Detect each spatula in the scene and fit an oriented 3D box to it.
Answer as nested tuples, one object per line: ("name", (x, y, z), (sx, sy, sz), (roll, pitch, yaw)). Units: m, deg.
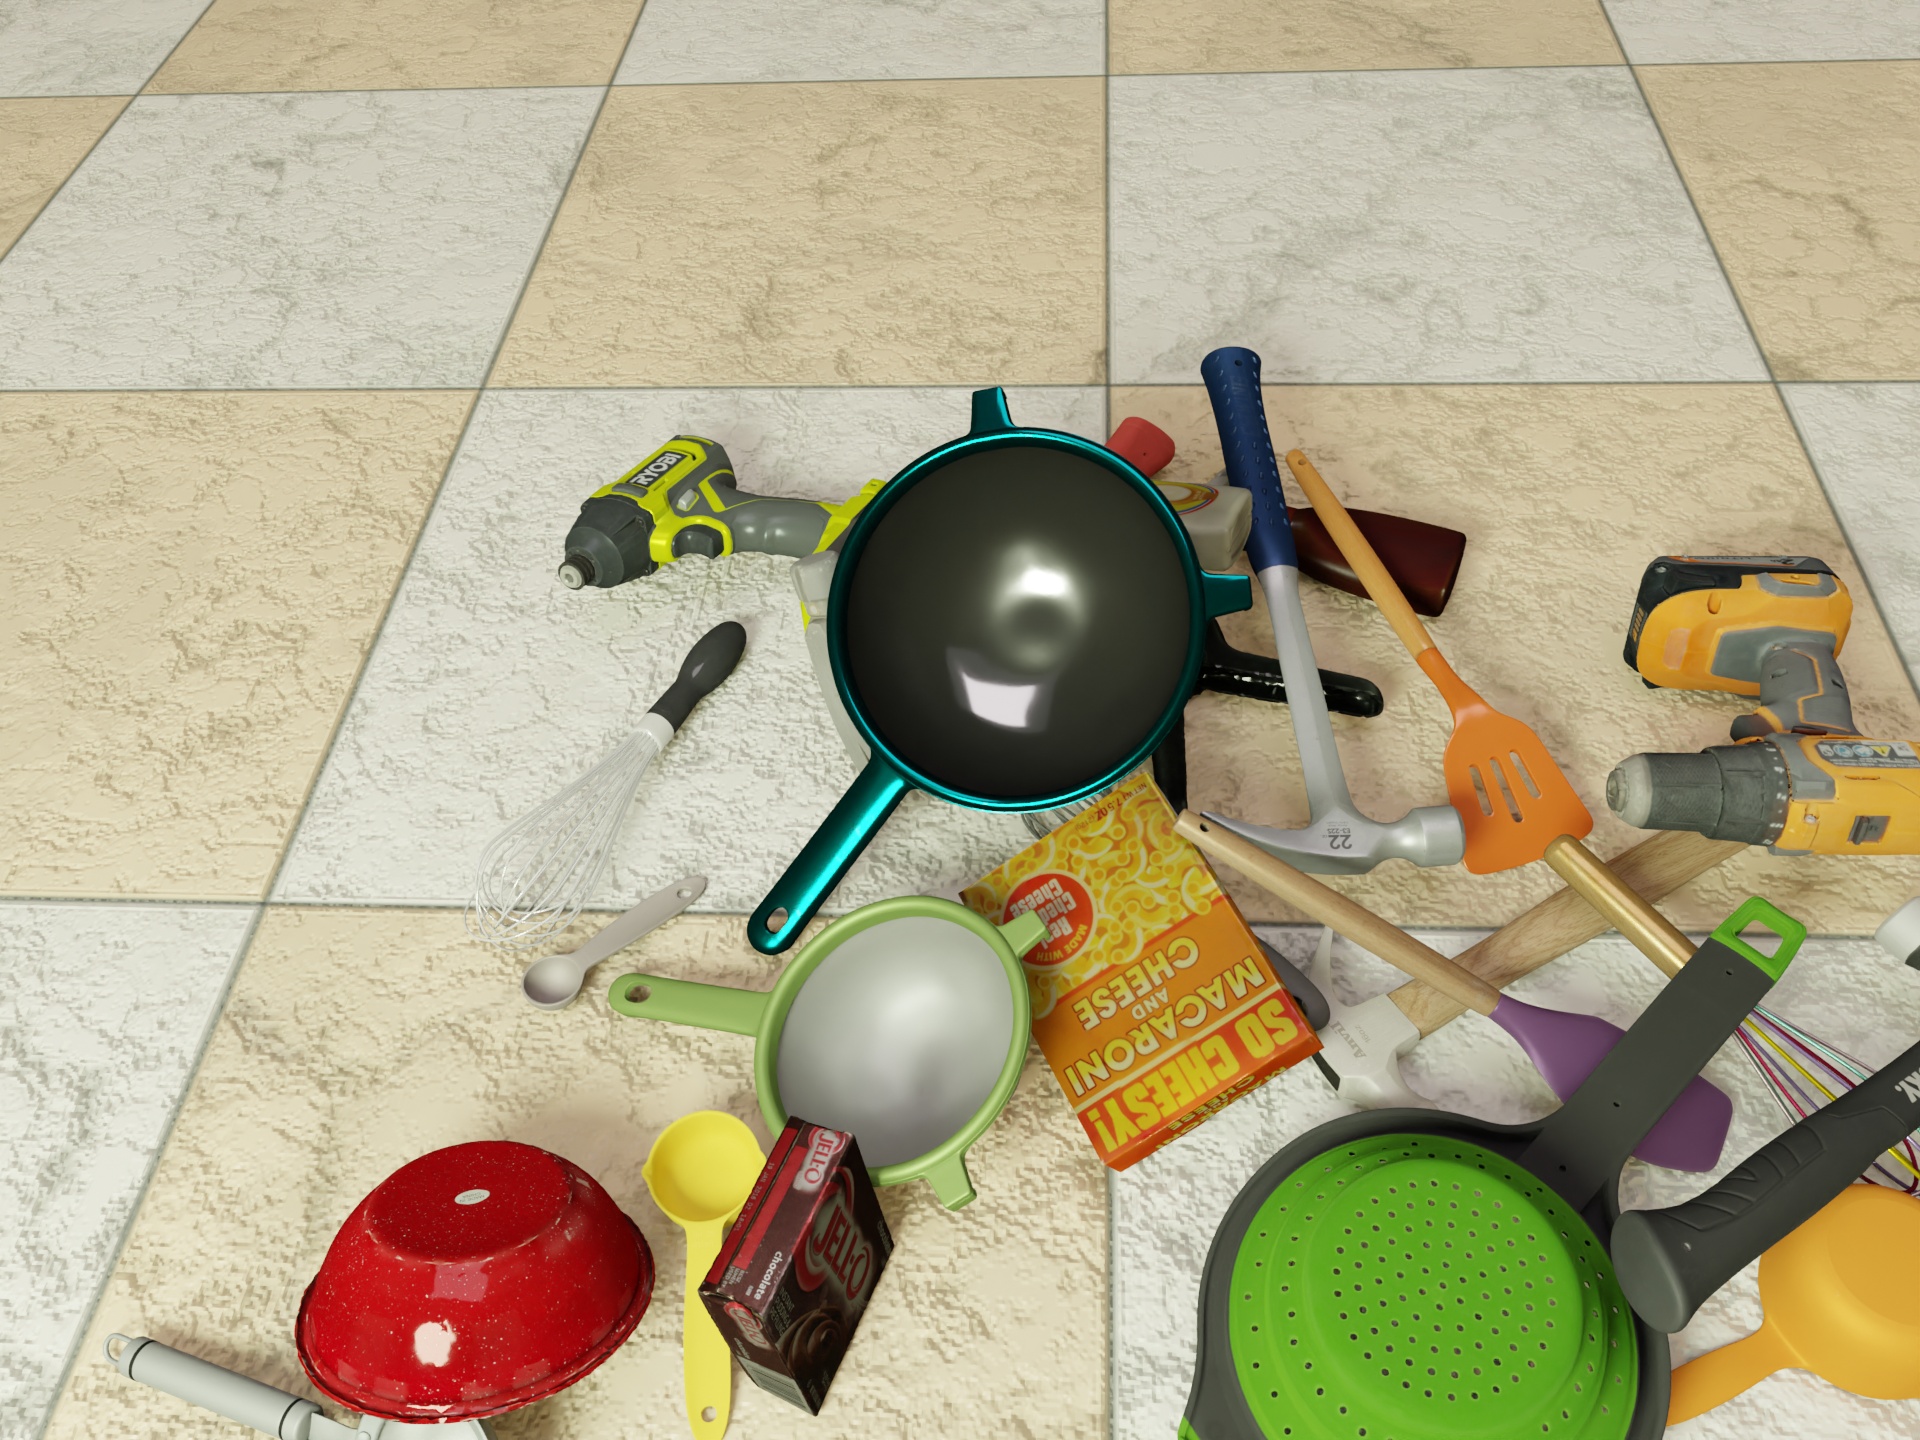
("spatula", (0.277, -0.053, 0.991), (0.081, 0.041, 0.323), (-20, 55, -4))
("spatula", (0.246, 0.132, 0.804), (0.316, 0.018, 0.060), (31, 65, 4))

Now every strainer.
("strainer", (-0.071, 0.168, 0.838), (0.256, 0.069, 0.152), (3, 60, 29))
("strainer", (-0.001, -0.003, 0.910), (0.211, 0.095, 0.340), (40, 98, 13))
("strainer", (-0.292, 0.320, 0.724), (0.258, 0.050, 0.087), (10, 93, 19))

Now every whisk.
("whisk", (0.112, 0.092, 0.880), (0.055, 0.055, 0.239), (-33, 51, -23))
("whisk", (-0.204, 0.030, 0.968), (0.070, 0.070, 0.285), (17, 47, 18))
("whisk", (0.395, 0.149, 0.809), (0.047, 0.051, 0.245), (-16, 54, -41))
("whisk", (0.120, -0.106, 1.028), (0.058, 0.059, 0.246), (-3, 29, 45))

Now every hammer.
("hammer", (0.193, -0.083, 0.988), (0.144, 0.035, 0.406), (-4, 54, -1))
("hammer", (0.035, -0.105, 1.050), (0.037, 0.149, 0.359), (3, 30, 43))
("hammer", (0.328, 0.110, 0.873), (0.331, 0.031, 0.130), (-25, 52, -18))
("hammer", (0.404, 0.186, 0.708), (0.334, 0.035, 0.146), (-17, 53, -33))

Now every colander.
("colander", (0.262, 0.204, 0.709), (0.397, 0.094, 0.205), (-42, 59, -17))

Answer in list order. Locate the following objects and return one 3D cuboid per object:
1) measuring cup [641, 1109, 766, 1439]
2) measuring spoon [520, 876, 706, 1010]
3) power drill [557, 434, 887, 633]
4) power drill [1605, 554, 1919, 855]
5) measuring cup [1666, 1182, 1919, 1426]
("measuring cup", (-0.122, 0.270, 0.773), (0.062, 0.029, 0.157), (-5, 60, -2))
("measuring spoon", (-0.194, 0.127, 0.908), (0.034, 0.018, 0.124), (35, 52, 30))
("power drill", (-0.143, -0.117, 1.064), (0.223, 0.080, 0.171), (15, 39, 19))
("power drill", (0.447, -0.008, 0.910), (0.185, 0.084, 0.226), (1, 37, 4))
("measuring cup", (0.379, 0.269, 0.713), (0.173, 0.052, 0.095), (-18, 50, -15))
